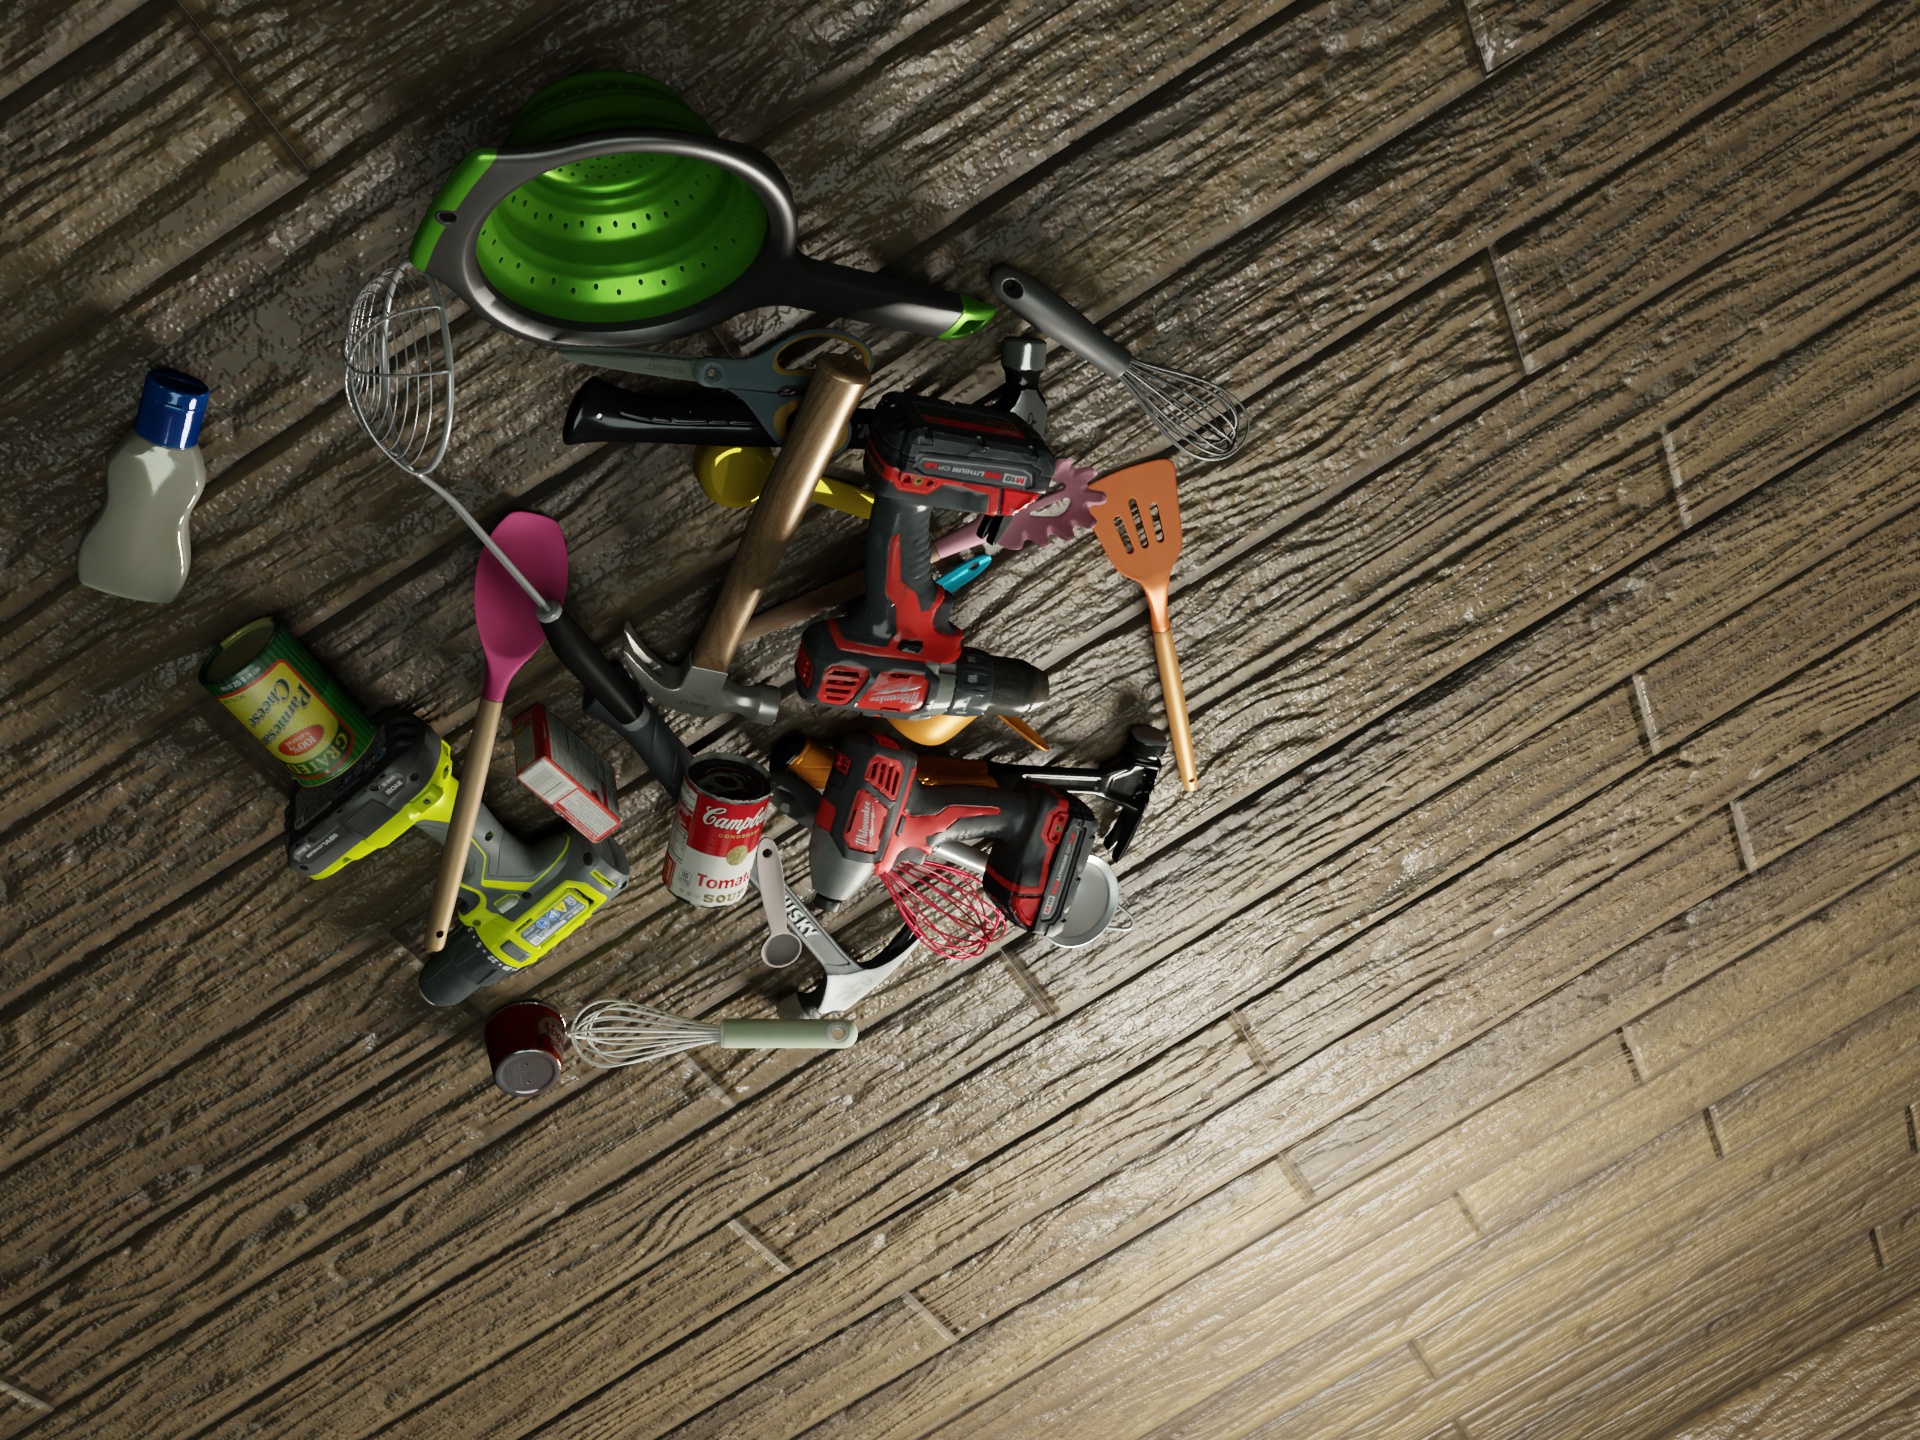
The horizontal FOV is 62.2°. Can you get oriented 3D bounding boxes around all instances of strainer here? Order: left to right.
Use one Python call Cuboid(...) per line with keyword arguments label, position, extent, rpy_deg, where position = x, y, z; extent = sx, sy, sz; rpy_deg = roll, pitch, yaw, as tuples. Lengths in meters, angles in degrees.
Cuboid(label="strainer", position=(0.050, 0.134, 1.371), extent=(0.258, 0.050, 0.087), rpy_deg=(26, 88, -37))

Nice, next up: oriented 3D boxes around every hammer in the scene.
Cuboid(label="hammer", position=(-0.174, 0.103, 1.294), extent=(0.149, 0.036, 0.408), rpy_deg=(-32, 126, 2))
Cuboid(label="hammer", position=(-0.141, -0.117, 1.097), extent=(0.130, 0.031, 0.331), rpy_deg=(11, 135, -23))
Cuboid(label="hammer", position=(-0.101, -0.196, 1.091), extent=(0.334, 0.035, 0.146), rpy_deg=(-2, 109, -21))
Cuboid(label="hammer", position=(0.005, 0.053, 1.322), extent=(0.336, 0.034, 0.127), rpy_deg=(5, 120, -21))

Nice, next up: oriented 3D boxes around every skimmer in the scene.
Cuboid(label="skimmer", position=(-0.284, -0.132, 1.053), extent=(0.090, 0.127, 0.362), rpy_deg=(-42, 134, -11))

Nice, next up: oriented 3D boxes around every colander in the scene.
Cuboid(label="colander", position=(-0.143, -0.313, 0.996), extent=(0.397, 0.095, 0.204), rpy_deg=(1, 158, -40))

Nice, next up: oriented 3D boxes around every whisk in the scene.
Cuboid(label="whisk", position=(-0.211, 0.268, 1.361), extent=(0.246, 0.058, 0.059), rpy_deg=(1, 162, -6))
Cuboid(label="whisk", position=(-0.061, 0.120, 1.314), extent=(0.073, 0.073, 0.295), rpy_deg=(-41, 128, 10))
Cuboid(label="whisk", position=(0.117, -0.259, 1.146), extent=(0.238, 0.055, 0.055), rpy_deg=(28, 110, -27))

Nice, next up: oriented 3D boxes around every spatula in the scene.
Cuboid(label="spatula", position=(0.165, -0.064, 1.308), extent=(0.081, 0.041, 0.322), rpy_deg=(-21, 131, -5))

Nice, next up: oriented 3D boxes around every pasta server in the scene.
Cuboid(label="pasta server", position=(-0.042, -0.117, 1.191), extent=(0.316, 0.040, 0.060), rpy_deg=(-23, 103, -1))

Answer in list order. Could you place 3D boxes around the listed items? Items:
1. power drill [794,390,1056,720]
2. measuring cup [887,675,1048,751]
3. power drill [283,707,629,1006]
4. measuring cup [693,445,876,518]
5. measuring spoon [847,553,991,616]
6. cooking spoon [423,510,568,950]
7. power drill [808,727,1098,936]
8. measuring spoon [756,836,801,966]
Cuboid(label="power drill", position=(-0.003, -0.099, 1.106), extent=(0.187, 0.080, 0.226), rpy_deg=(6, 119, -21))
Cuboid(label="measuring cup", position=(-0.002, -0.004, 1.250), extent=(0.052, 0.095, 0.173), rpy_deg=(-40, 129, 20))
Cuboid(label="power drill", position=(-0.391, 0.113, 1.201), extent=(0.190, 0.080, 0.228), rpy_deg=(-38, 129, 7))
Cuboid(label="measuring cup", position=(-0.114, -0.165, 1.137), extent=(0.156, 0.029, 0.062), rpy_deg=(15, 117, -24))
Cuboid(label="measuring spoon", position=(-0.035, -0.099, 1.222), extent=(0.128, 0.021, 0.042), rpy_deg=(-31, 144, -8))
Cuboid(label="cooking spoon", position=(-0.336, 0.010, 1.119), extent=(0.068, 0.017, 0.319), rpy_deg=(10, 97, -42))
Cuboid(label="power drill", position=(-0.013, 0.098, 1.255), extent=(0.219, 0.079, 0.143), rpy_deg=(15, 98, -27))
Cuboid(label="measuring spoon", position=(-0.154, 0.147, 1.303), extent=(0.034, 0.018, 0.124), rpy_deg=(-12, 117, -16))
